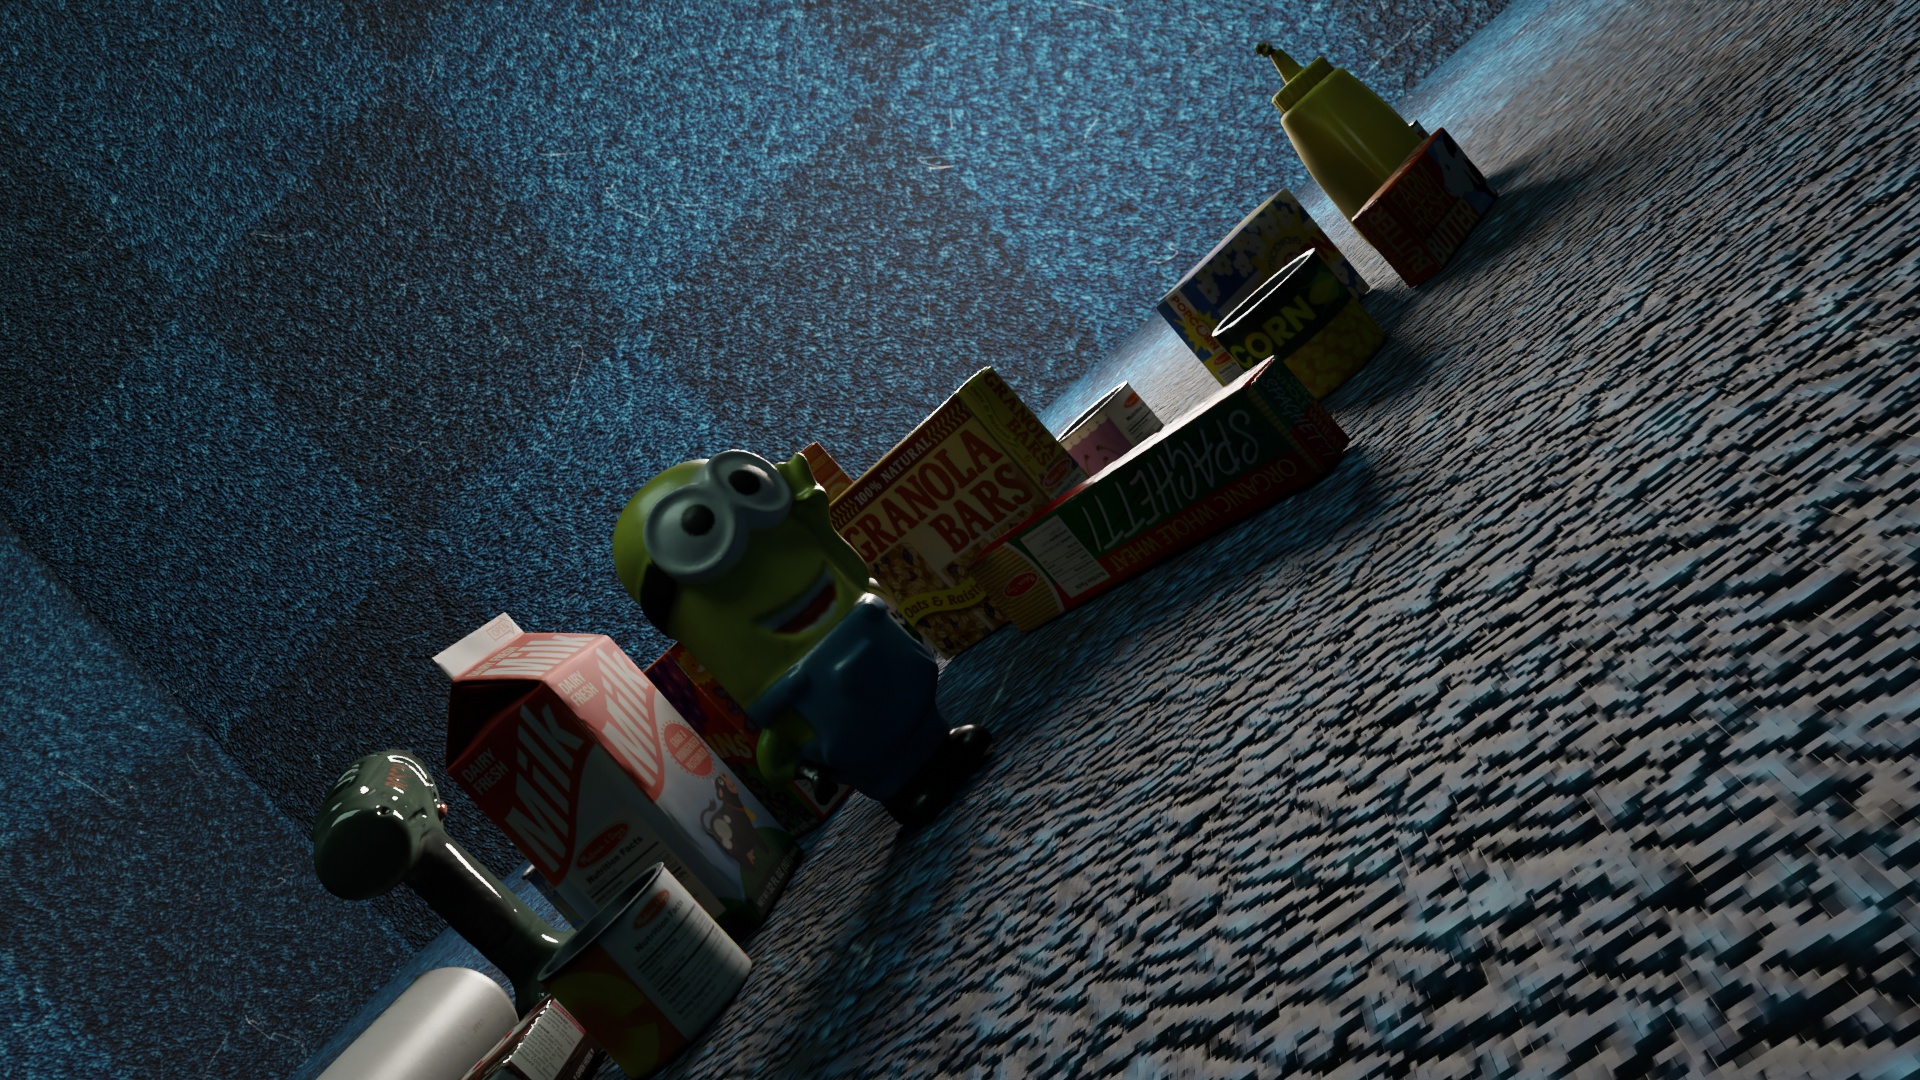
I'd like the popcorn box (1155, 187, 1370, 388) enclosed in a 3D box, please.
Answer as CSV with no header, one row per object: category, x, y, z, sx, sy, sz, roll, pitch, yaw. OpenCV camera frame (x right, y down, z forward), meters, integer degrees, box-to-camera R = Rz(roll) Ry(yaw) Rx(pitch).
popcorn box,0.185,-0.147,0.841,0.127,0.085,0.038,-45,5,-36

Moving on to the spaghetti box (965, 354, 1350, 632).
spaghetti box,0.081,-0.012,0.653,0.029,0.050,0.249,-44,5,-33

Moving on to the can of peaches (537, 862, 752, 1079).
can of peaches,-0.130,0.178,0.573,0.071,0.058,0.071,-41,4,4

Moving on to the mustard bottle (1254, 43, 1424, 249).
mustard bottle,0.237,-0.244,0.843,0.049,0.160,0.065,-43,4,-17

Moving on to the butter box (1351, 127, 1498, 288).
butter box,0.261,-0.187,0.775,0.104,0.053,0.024,-45,5,-39

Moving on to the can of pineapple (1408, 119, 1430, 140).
can of pineapple,0.296,-0.237,0.930,0.071,0.058,0.071,-41,4,4

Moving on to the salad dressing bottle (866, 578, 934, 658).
salad dressing bottle,-0.081,0.038,0.927,0.064,0.147,0.044,-43,4,-19

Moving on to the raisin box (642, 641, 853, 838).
raisin box,-0.125,0.110,0.767,0.085,0.123,0.040,-37,6,47

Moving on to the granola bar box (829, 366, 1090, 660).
granola bar box,0.003,-0.010,0.823,0.165,0.124,0.039,-37,6,47

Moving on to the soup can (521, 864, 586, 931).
soup can,-0.194,0.196,0.782,0.071,0.084,0.071,-41,4,4

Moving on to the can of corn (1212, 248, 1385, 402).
can of corn,0.171,-0.104,0.705,0.071,0.058,0.071,-41,4,4

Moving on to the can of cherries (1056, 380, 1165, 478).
can of cherries,0.099,-0.058,0.892,0.071,0.058,0.071,-41,4,4

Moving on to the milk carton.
milk carton,-0.171,0.116,0.668,0.073,0.190,0.072,-41,4,16

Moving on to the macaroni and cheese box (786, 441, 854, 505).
macaroni and cheese box,-0.090,0.023,1.031,0.123,0.166,0.040,-37,6,46
